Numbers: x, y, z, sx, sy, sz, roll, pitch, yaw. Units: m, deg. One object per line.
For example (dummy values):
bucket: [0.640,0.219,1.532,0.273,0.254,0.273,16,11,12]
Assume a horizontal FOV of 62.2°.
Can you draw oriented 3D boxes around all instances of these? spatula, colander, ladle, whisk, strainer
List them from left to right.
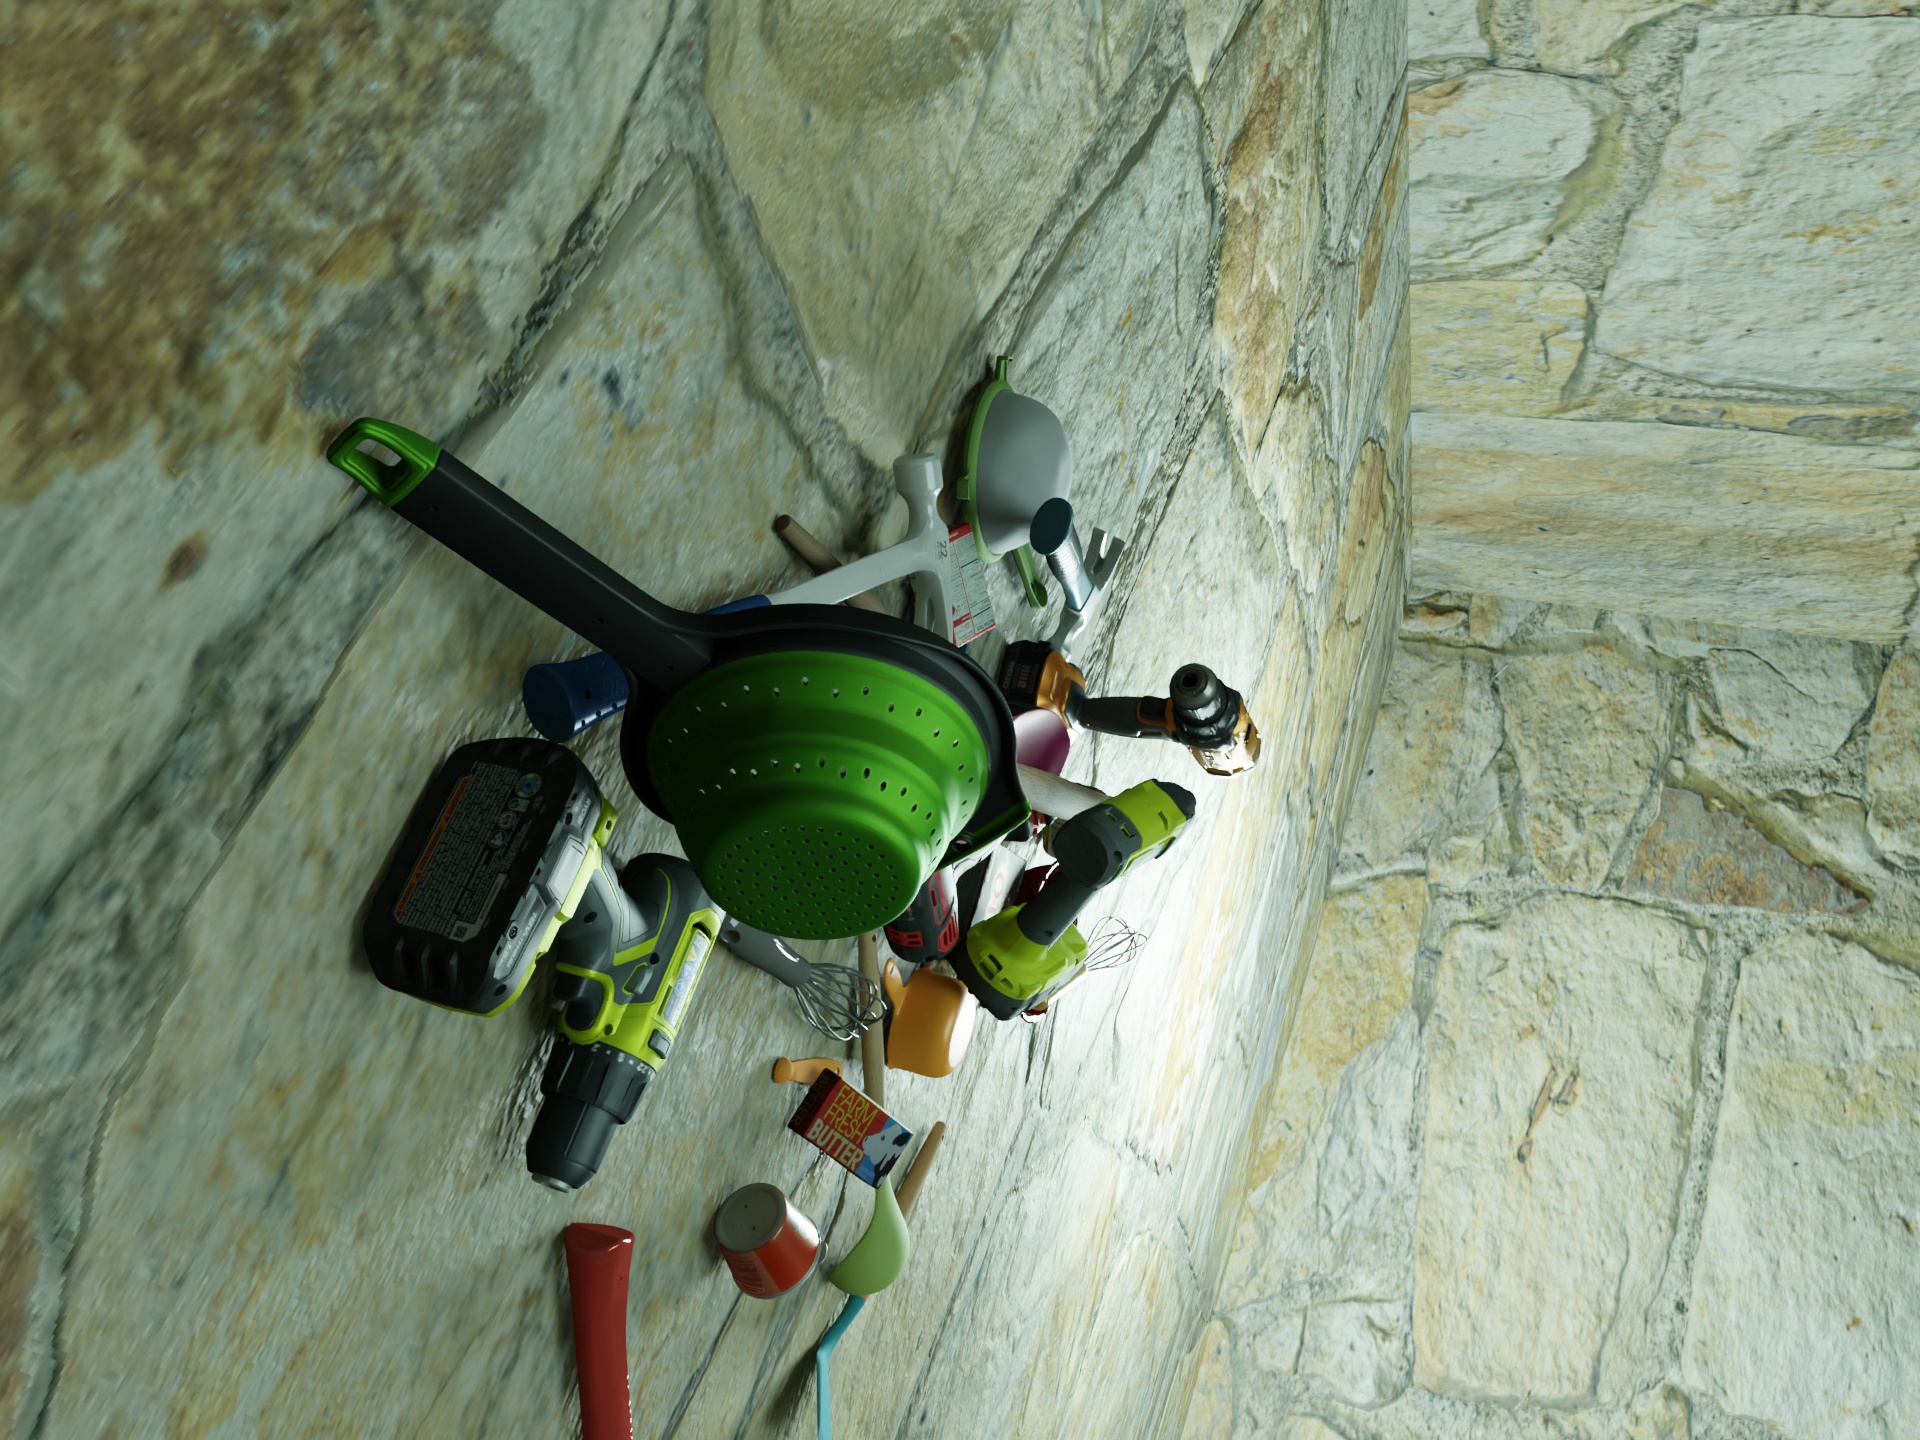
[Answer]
colander: [-0.128,0.004,0.756,0.396,0.204,0.095,37,37,-33]
whisk: [-0.113,0.177,1.119,0.238,0.055,0.055,52,52,-56]
ladle: [-0.078,0.312,1.278,0.078,0.062,0.320,-20,111,-59]
spatula: [-0.067,0.474,1.353,0.318,0.044,0.082,-60,153,-43]
spatula: [-0.055,-0.069,1.161,0.018,0.060,0.315,-54,148,-5]
strainer: [0.066,-0.174,1.353,0.256,0.069,0.152,67,34,-54]
whisk: [0.127,0.245,1.578,0.245,0.051,0.047,-18,122,-61]

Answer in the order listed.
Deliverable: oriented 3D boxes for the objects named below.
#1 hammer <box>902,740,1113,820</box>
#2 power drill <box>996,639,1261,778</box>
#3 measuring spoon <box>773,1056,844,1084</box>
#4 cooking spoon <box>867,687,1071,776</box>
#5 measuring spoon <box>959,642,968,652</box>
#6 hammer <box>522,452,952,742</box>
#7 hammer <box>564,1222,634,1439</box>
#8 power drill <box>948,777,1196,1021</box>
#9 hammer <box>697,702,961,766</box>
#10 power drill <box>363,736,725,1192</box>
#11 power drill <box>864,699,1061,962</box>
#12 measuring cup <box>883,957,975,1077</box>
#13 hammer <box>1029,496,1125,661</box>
hammer: [0.053,0.054,1.267,0.331,0.031,0.130,23,89,-57]
power drill: [0.145,-0.014,1.415,0.185,0.226,0.084,46,57,-63]
measuring spoon: [-0.111,0.266,1.203,0.116,0.011,0.021,32,69,-66]
cooking spoon: [-0.002,-0.004,1.214,0.318,0.017,0.069,24,86,-53]
measuring spoon: [-0.003,-0.108,1.308,0.042,0.021,0.129,53,41,-54]
hammer: [-0.113,-0.062,0.985,0.405,0.035,0.144,-32,119,-55]
hammer: [-0.224,0.472,0.989,0.149,0.037,0.359,-38,133,-59]
power drill: [0.101,0.141,1.321,0.171,0.080,0.223,-19,152,-52]
hammer: [-0.064,0.009,1.012,0.335,0.146,0.035,1,92,-87]
power drill: [-0.209,0.130,0.832,0.228,0.080,0.191,67,38,-57]
power drill: [-0.004,0.063,1.295,0.227,0.080,0.187,-46,134,-48]
measuring cup: [-0.027,0.238,1.314,0.173,0.052,0.095,76,32,-59]
hammer: [0.094,-0.130,1.371,0.128,0.033,0.331,-62,169,-2]
